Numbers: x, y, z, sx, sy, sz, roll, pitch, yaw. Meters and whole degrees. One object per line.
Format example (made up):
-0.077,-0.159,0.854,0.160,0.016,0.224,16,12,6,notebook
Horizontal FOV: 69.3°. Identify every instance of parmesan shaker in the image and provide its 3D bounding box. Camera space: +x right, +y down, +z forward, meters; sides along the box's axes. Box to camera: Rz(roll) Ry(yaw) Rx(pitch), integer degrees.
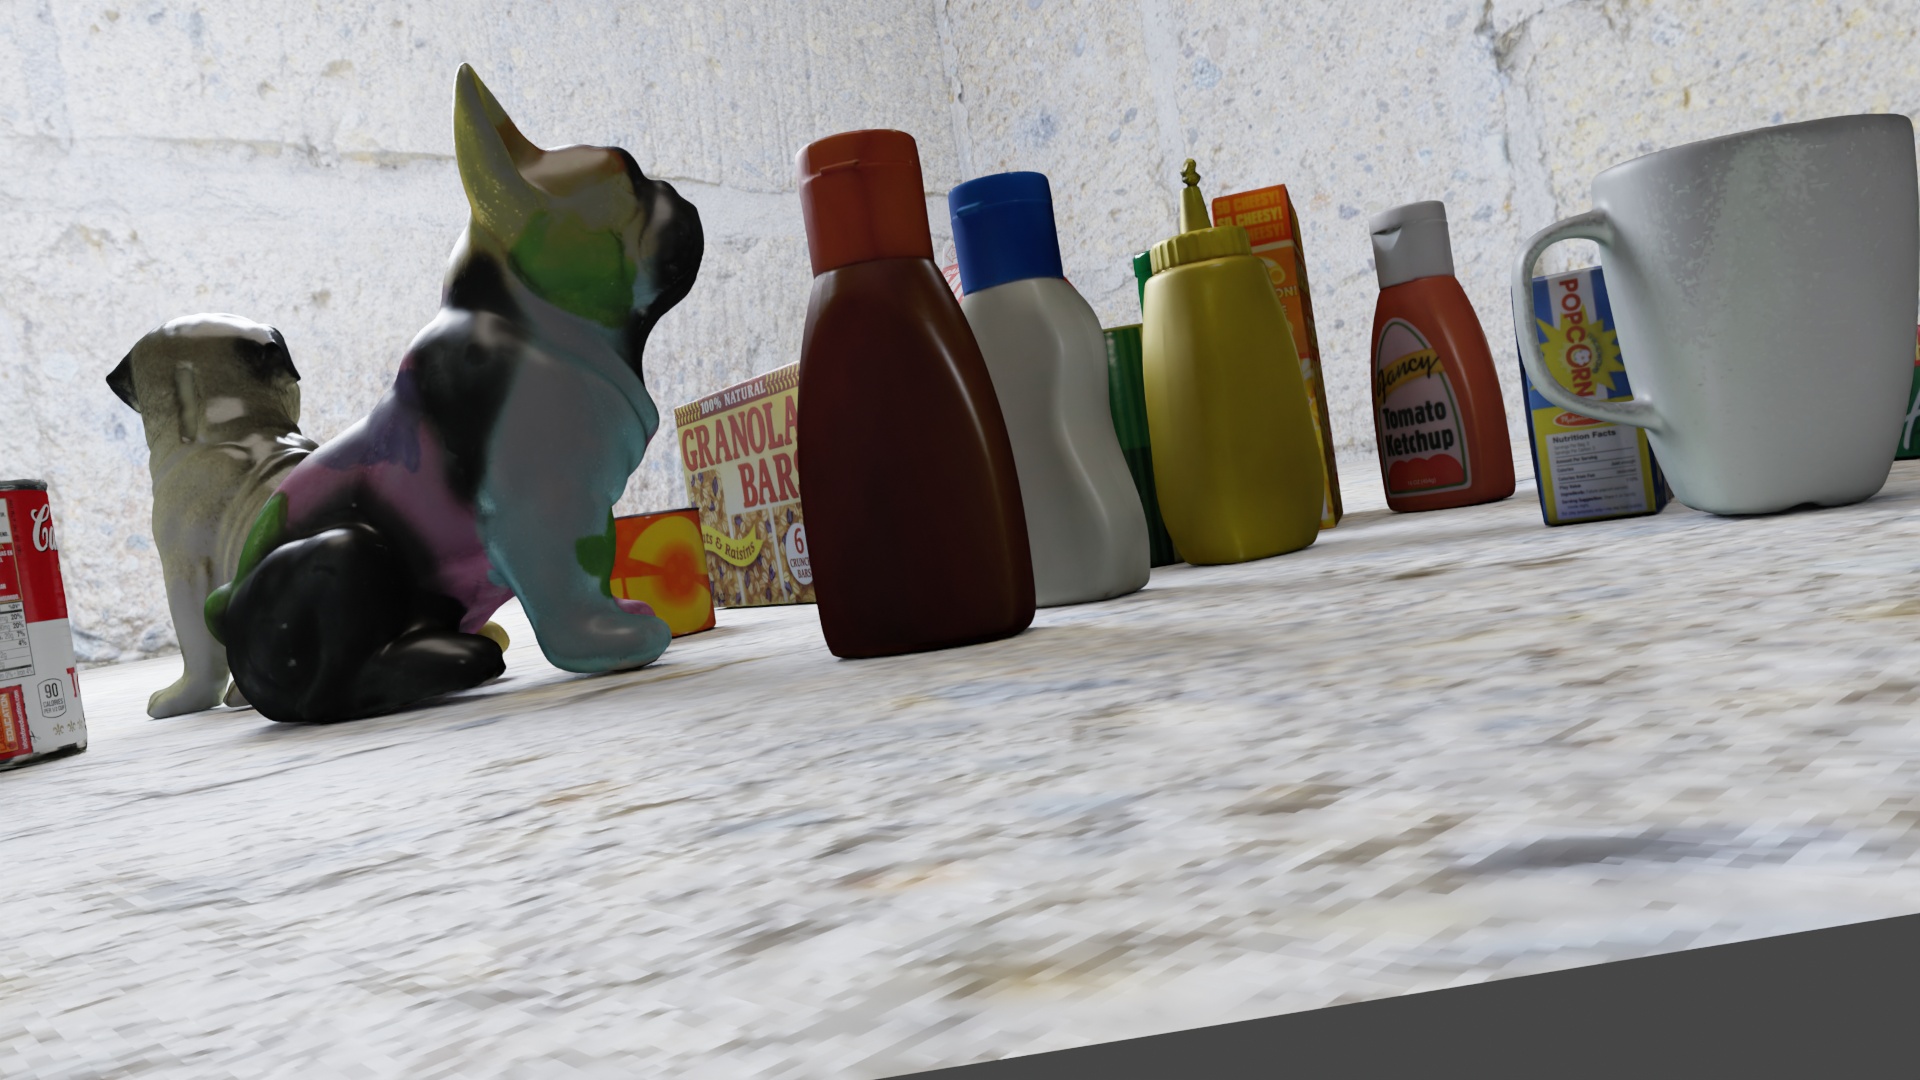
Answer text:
0.069,-0.039,0.611,0.071,0.103,0.071,-9,1,0,parmesan shaker

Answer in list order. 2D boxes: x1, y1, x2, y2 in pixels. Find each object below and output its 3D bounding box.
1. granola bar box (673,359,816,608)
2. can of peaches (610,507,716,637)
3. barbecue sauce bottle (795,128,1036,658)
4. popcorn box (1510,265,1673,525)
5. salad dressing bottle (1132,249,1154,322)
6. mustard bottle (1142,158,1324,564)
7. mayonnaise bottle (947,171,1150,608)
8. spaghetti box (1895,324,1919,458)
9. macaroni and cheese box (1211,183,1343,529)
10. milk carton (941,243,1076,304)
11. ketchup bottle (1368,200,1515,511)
-0.101,-0.027,0.769,0.039,0.124,0.165,-10,1,-34,granola bar box
-0.152,0.018,0.644,0.071,0.058,0.071,-9,1,0,can of peaches
-0.019,-0.043,0.407,0.065,0.148,0.044,-9,1,16,barbecue sauce bottle
0.238,-0.055,0.515,0.038,0.085,0.127,-8,1,31,popcorn box
0.115,-0.071,0.688,0.044,0.147,0.064,-9,1,20,salad dressing bottle
0.104,-0.072,0.555,0.065,0.160,0.048,-10,1,-35,mustard bottle
0.025,-0.052,0.486,0.064,0.148,0.041,-8,1,40,mayonnaise bottle
0.375,-0.057,0.469,0.029,0.050,0.250,-9,2,-16,spaghetti box
0.166,-0.090,0.721,0.040,0.166,0.124,-9,1,17,macaroni and cheese box
0.028,-0.082,0.794,0.074,0.190,0.072,-10,1,-45,milk carton
0.231,-0.090,0.685,0.044,0.148,0.064,-10,1,-34,ketchup bottle
